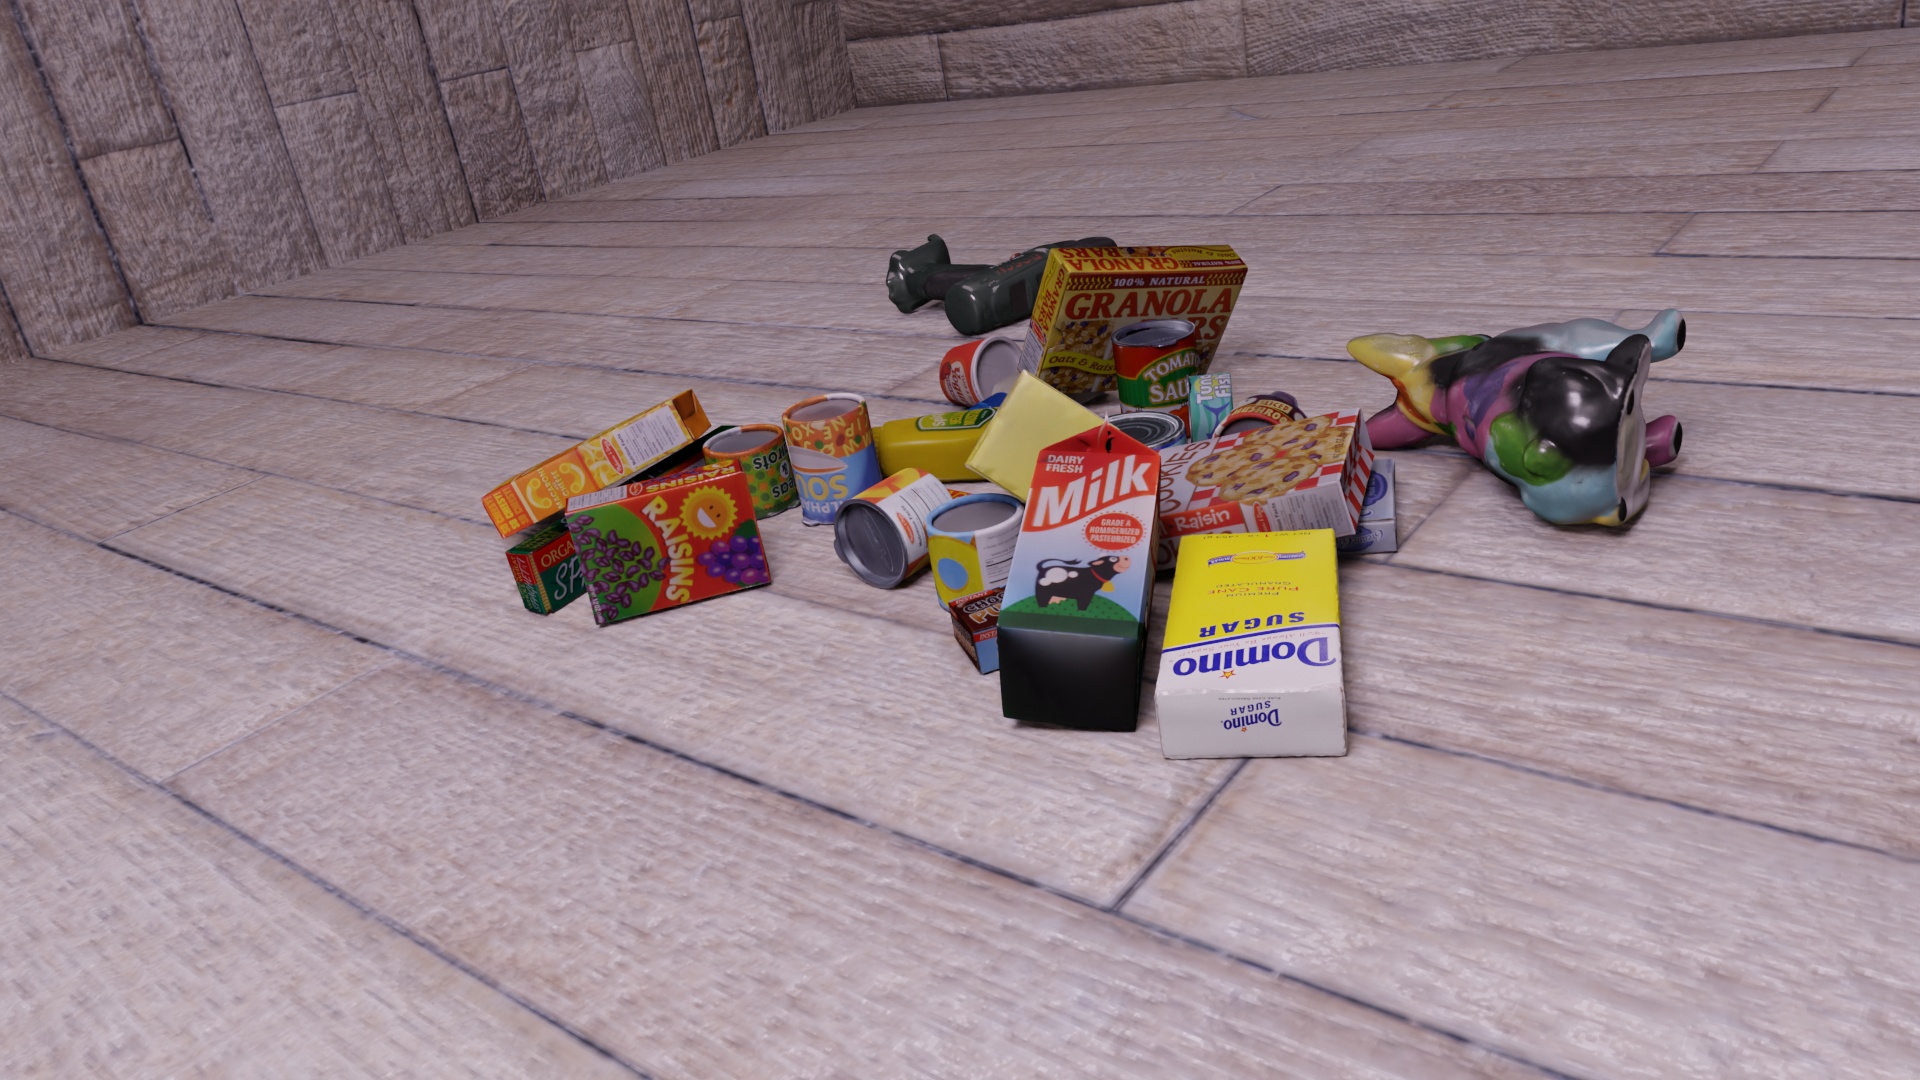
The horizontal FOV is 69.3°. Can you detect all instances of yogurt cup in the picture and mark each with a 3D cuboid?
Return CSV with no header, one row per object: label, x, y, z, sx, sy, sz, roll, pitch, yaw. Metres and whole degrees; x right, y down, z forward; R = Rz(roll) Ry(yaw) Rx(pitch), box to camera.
yogurt cup,0.018,-0.147,1.235,0.073,0.072,0.054,-30,22,-38

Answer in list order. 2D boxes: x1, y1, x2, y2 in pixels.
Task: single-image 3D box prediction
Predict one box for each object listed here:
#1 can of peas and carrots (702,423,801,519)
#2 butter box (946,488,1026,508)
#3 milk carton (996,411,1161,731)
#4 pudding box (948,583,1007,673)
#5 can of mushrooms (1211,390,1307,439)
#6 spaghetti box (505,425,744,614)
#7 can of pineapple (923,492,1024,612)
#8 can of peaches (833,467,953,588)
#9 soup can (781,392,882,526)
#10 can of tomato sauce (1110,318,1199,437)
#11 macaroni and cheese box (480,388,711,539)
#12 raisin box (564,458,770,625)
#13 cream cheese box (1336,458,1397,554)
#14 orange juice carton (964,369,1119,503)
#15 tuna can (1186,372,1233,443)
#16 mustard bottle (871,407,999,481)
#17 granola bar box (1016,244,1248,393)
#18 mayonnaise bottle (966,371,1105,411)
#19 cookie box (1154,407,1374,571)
can of peas and carrots,-0.164,-0.055,1.104,0.071,0.058,0.071,-9,24,4
butter box,0.004,-0.012,0.984,0.103,0.024,0.053,12,32,41
milk carton,0.073,0.010,0.780,0.073,0.072,0.192,4,41,11
pudding box,0.041,0.046,0.830,0.084,0.030,0.050,-15,24,-13
can of mushrooms,0.211,-0.068,0.968,0.071,0.070,0.034,6,30,32
spaghetti box,-0.246,-0.022,1.074,0.028,0.050,0.251,3,27,32
can of pineapple,0.012,0.008,0.893,0.071,0.057,0.071,-9,24,4
can of peaches,-0.044,-0.009,0.945,0.071,0.071,0.058,11,31,40
soup can,-0.099,-0.062,1.063,0.071,0.083,0.071,-9,24,4
can of tomato sauce,0.158,-0.126,1.104,0.071,0.082,0.071,-9,24,4
macaroni and cheese box,-0.288,-0.065,1.115,0.166,0.040,0.124,-27,10,1
raisin box,-0.201,0.000,0.960,0.123,0.085,0.040,-14,19,-9
cream cheese box,0.257,-0.023,0.906,0.053,0.024,0.104,-4,24,18
orange juice carton,0.060,-0.064,0.949,0.073,0.071,0.193,32,7,3
tuna can,0.187,-0.093,1.035,0.033,0.070,0.071,-4,24,11
mustard bottle,-0.023,-0.074,1.102,0.160,0.048,0.065,-4,23,14
granola bar box,0.141,-0.182,1.146,0.166,0.123,0.039,-6,47,-22
mayonnaise bottle,0.063,-0.123,1.190,0.065,0.041,0.149,19,38,38
cookie box,0.174,-0.031,0.899,0.167,0.040,0.123,-11,21,27
